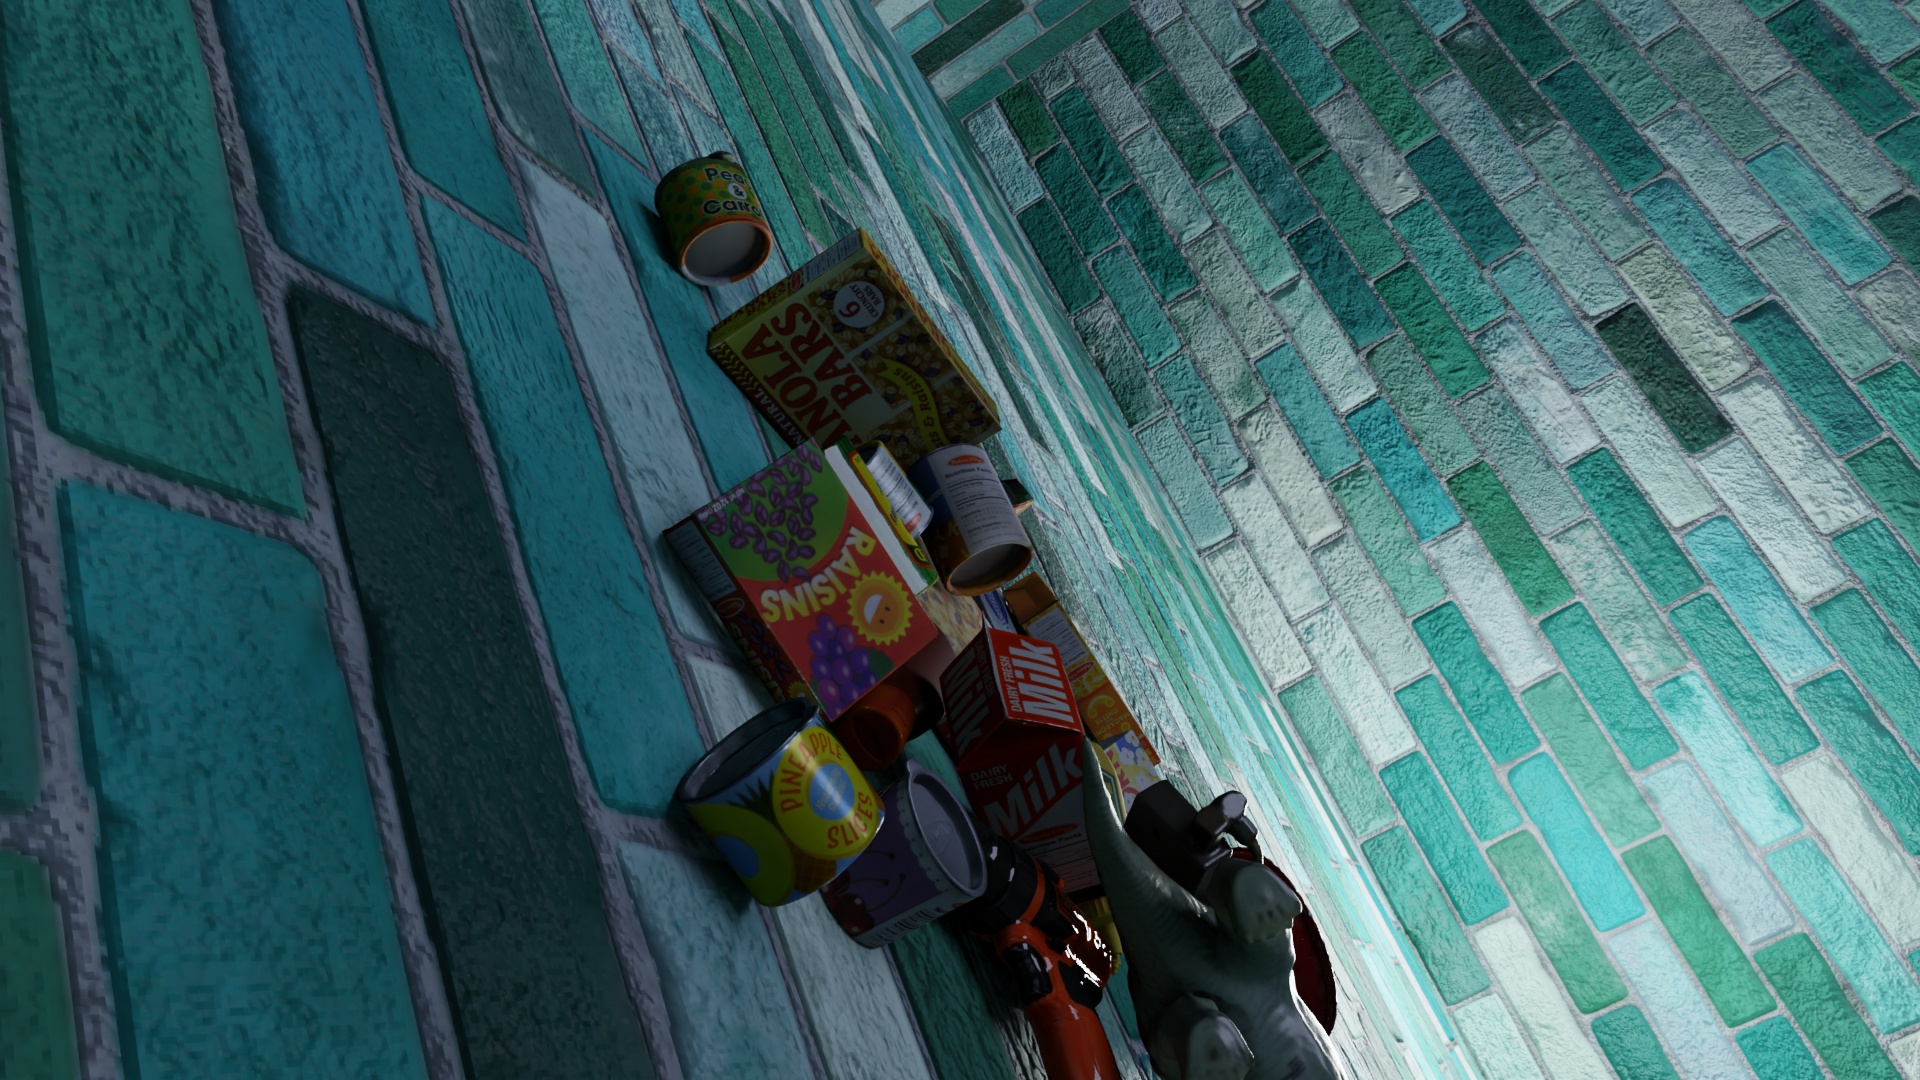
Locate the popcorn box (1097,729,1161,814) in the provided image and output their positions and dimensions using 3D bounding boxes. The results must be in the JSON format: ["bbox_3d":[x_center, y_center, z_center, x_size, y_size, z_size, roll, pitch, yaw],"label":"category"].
[{"bbox_3d":[0.124,0.216,1.031,0.085,0.038,0.126,-26,84,-46],"label":"popcorn box"}]

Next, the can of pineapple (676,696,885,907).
[{"bbox_3d":[-0.072,0.107,0.570,0.057,0.071,0.071,56,13,-13],"label":"can of pineapple"}]

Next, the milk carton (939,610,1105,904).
[{"bbox_3d":[0.039,0.129,0.799,0.073,0.073,0.189,-104,176,-50],"label":"milk carton"}]

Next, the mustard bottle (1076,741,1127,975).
[{"bbox_3d":[0.086,0.211,0.928,0.065,0.048,0.161,4,50,-24],"label":"mustard bottle"}]

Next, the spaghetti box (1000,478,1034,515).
[{"bbox_3d":[0.019,-0.022,1.114,0.028,0.050,0.250,50,10,4],"label":"spaghetti box"}]

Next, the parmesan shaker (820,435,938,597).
[{"bbox_3d":[-0.067,-0.004,0.824,0.103,0.071,0.071,58,13,-6],"label":"parmesan shaker"}]

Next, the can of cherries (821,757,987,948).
[{"bbox_3d":[-0.030,0.147,0.656,0.071,0.058,0.072,53,15,-21],"label":"can of cherries"}]

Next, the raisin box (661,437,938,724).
[{"bbox_3d":[-0.079,0.023,0.704,0.086,0.040,0.123,-38,98,-38],"label":"raisin box"}]

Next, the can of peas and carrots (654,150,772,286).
[{"bbox_3d":[-0.164,-0.215,0.932,0.071,0.071,0.059,34,29,-61],"label":"can of peas and carrots"}]

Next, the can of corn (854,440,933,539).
[{"bbox_3d":[-0.062,-0.023,0.898,0.058,0.071,0.071,54,14,-20],"label":"can of corn"}]

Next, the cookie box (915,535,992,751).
[{"bbox_3d":[-0.004,0.081,0.935,0.167,0.040,0.123,56,13,-6],"label":"cookie box"}]

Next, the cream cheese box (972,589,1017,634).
[{"bbox_3d":[0.013,0.046,1.104,0.053,0.024,0.104,35,27,-57],"label":"cream cheese box"}]

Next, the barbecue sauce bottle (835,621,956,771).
[{"bbox_3d":[-0.037,0.087,0.795,0.065,0.043,0.149,58,14,-6],"label":"barbecue sauce bottle"}]

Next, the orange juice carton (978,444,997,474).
[{"bbox_3d":[-0.053,-0.115,1.113,0.193,0.071,0.073,60,13,5],"label":"orange juice carton"}]

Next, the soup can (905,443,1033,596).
[{"bbox_3d":[0.003,-0.012,0.943,0.071,0.071,0.084,37,24,-58],"label":"soup can"}]

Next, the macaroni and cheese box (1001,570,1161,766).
[{"bbox_3d":[0.101,0.115,1.193,0.166,0.040,0.124,57,1,-11],"label":"macaroni and cheese box"}]

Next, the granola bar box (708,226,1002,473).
[{"bbox_3d":[-0.068,-0.109,0.931,0.165,0.124,0.039,51,15,-32],"label":"granola bar box"}]
